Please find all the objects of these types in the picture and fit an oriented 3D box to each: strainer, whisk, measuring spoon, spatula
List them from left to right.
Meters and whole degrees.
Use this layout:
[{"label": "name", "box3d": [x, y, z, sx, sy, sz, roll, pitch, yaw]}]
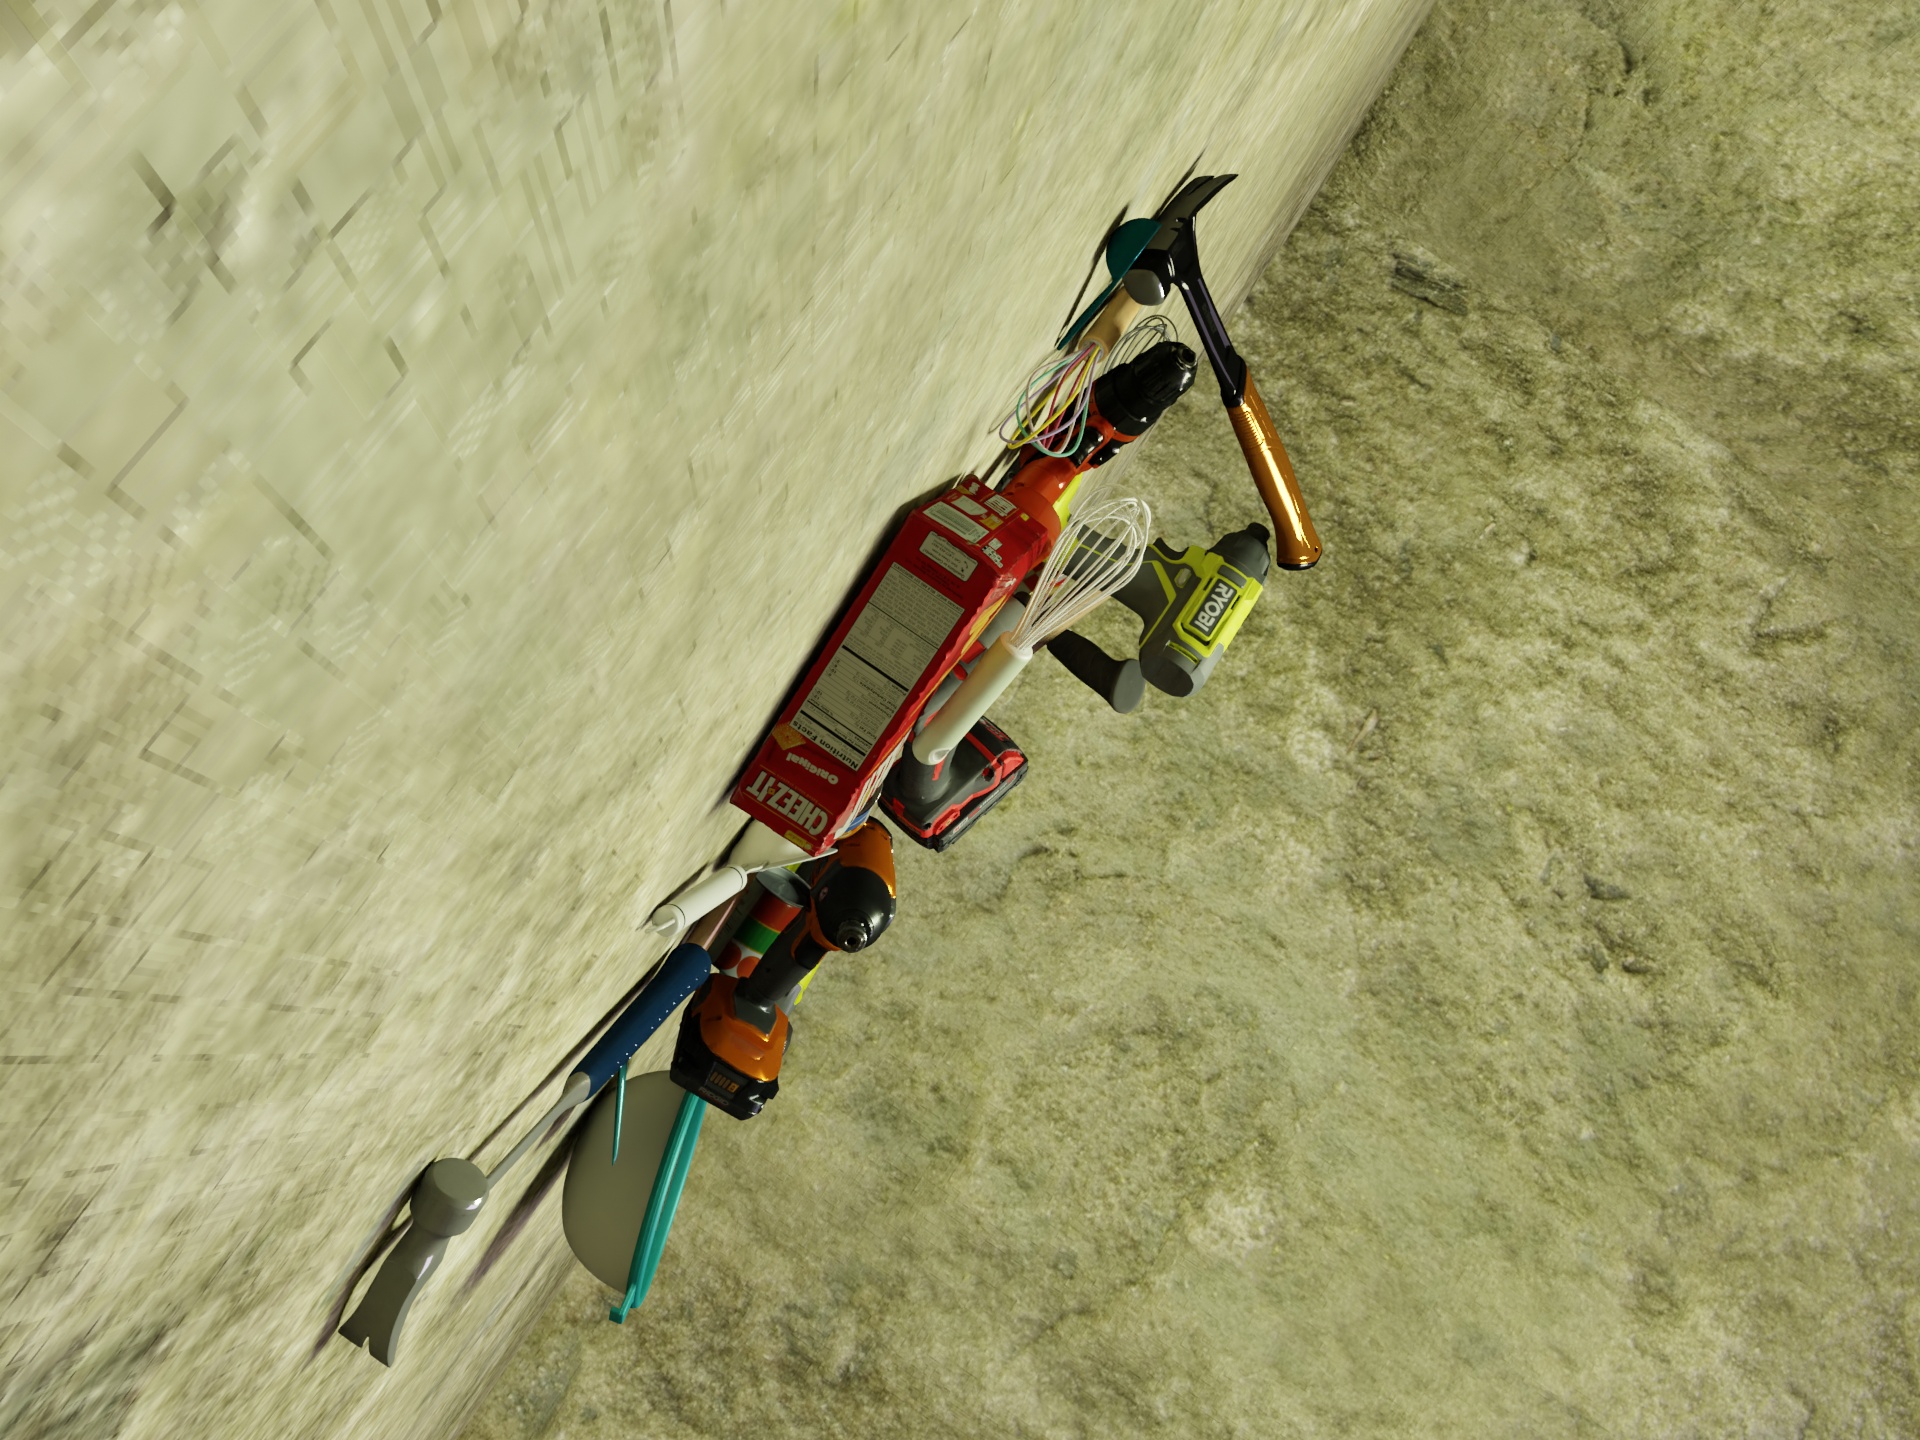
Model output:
[{"label": "strainer", "box3d": [-0.275, 0.332, 1.390, 0.211, 0.095, 0.340, 131, -27, -87]}, {"label": "spatula", "box3d": [-0.198, 0.186, 1.217, 0.317, 0.044, 0.082, -57, -168, -1]}, {"label": "strainer", "box3d": [-0.150, 0.103, 1.073, 0.087, 0.050, 0.258, -11, -173, 17]}, {"label": "whisk", "box3d": [0.040, -0.054, 1.010, 0.057, 0.059, 0.246, -2, 142, -47]}, {"label": "whisk", "box3d": [0.087, -0.246, 1.090, 0.245, 0.051, 0.047, -58, 175, -47]}, {"label": "measuring spoon", "box3d": [0.084, -0.273, 0.998, 0.042, 0.021, 0.128, -55, -173, -30]}, {"label": "whisk", "box3d": [0.126, -0.276, 1.473, 0.239, 0.055, 0.055, -53, 180, 38]}]

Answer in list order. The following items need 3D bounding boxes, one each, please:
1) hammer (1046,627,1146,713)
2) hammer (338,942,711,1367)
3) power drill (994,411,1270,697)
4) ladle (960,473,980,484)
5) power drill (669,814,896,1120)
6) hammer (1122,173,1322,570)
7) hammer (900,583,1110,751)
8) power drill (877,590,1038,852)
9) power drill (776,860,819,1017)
[{"label": "hammer", "box3d": [0.083, -0.075, 1.485, 0.149, 0.036, 0.409, -61, -159, 7]}, {"label": "hammer", "box3d": [-0.248, 0.239, 0.994, 0.144, 0.035, 0.405, -57, 178, 19]}, {"label": "power drill", "box3d": [0.138, -0.144, 1.297, 0.171, 0.223, 0.080, -55, 178, -26]}, {"label": "ladle", "box3d": [-0.031, -0.065, 1.151, 0.069, 0.031, 0.315, -43, 165, -36]}, {"label": "power drill", "box3d": [-0.128, 0.190, 1.207, 0.226, 0.084, 0.164, -53, -166, 14]}, {"label": "hammer", "box3d": [0.219, -0.246, 1.216, 0.127, 0.034, 0.336, -56, 135, -25]}, {"label": "hammer", "box3d": [0.006, -0.030, 1.360, 0.331, 0.031, 0.130, -37, 177, -10]}, {"label": "power drill", "box3d": [-0.002, -0.004, 1.193, 0.143, 0.079, 0.219, -41, 159, -22]}, {"label": "power drill", "box3d": [-0.129, 0.153, 1.453, 0.190, 0.080, 0.228, -60, -176, 8]}]
